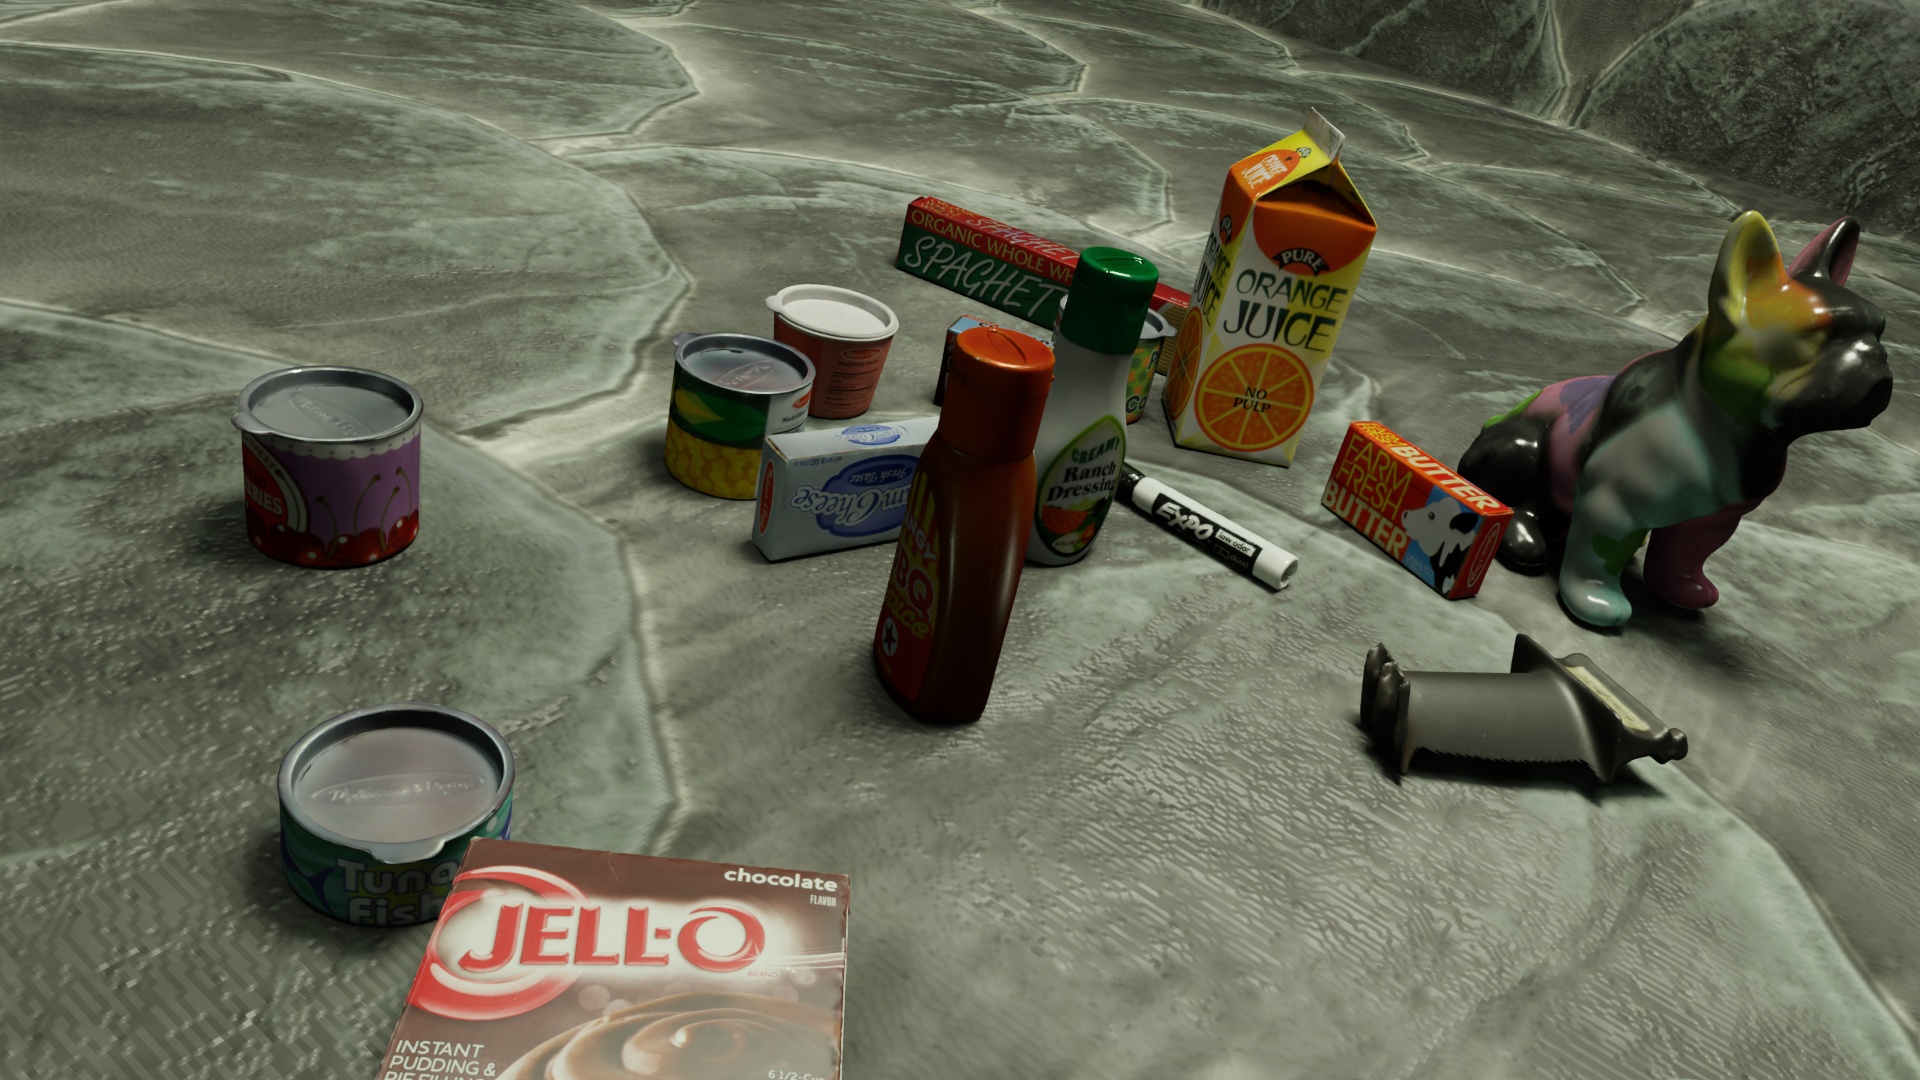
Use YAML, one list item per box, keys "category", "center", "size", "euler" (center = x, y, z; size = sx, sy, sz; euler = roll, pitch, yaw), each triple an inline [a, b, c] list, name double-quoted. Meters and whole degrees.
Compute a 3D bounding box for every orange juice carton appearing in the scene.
- category: "orange juice carton"
  center: [0.179, -0.147, 0.798]
  size: [0.073, 0.191, 0.072]
  euler: [10, 29, -6]

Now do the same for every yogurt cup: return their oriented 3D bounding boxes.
- category: "yogurt cup"
  center: [-0.072, -0.102, 0.757]
  size: [0.072, 0.053, 0.073]
  euler: [10, 30, -6]

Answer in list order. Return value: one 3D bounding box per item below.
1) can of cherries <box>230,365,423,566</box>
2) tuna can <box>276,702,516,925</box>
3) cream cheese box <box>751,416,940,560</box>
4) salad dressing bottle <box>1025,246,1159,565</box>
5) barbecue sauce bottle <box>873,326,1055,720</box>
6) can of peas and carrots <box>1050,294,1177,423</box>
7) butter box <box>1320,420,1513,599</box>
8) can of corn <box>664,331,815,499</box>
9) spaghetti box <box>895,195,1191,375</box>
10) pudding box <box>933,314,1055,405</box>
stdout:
- category: "can of cherries"
  center: [-0.252, -0.030, 0.553]
  size: [0.071, 0.058, 0.072]
  euler: [10, 30, -6]
- category: "tuna can"
  center: [-0.169, 0.083, 0.420]
  size: [0.071, 0.032, 0.071]
  euler: [10, 30, -6]
- category: "cream cheese box"
  center: [-0.044, -0.025, 0.637]
  size: [0.104, 0.053, 0.024]
  euler: [-10, 37, -36]
- category: "salad dressing bottle"
  center: [0.054, -0.061, 0.644]
  size: [0.064, 0.147, 0.044]
  euler: [-10, 37, -36]
- category: "barbecue sauce bottle"
  center: [0.002, -0.007, 0.528]
  size: [0.044, 0.147, 0.065]
  euler: [-1, 32, -24]
- category: "can of peas and carrots"
  center: [0.087, -0.108, 0.830]
  size: [0.071, 0.058, 0.071]
  euler: [10, 30, -6]
- category: "butter box"
  center: [0.242, -0.019, 0.745]
  size: [0.024, 0.052, 0.104]
  euler: [-6, 35, -31]
- category: "can of corn"
  center: [-0.109, -0.061, 0.667]
  size: [0.071, 0.058, 0.071]
  euler: [10, 30, -6]
- category: "spaghetti box"
  center: [0.069, -0.168, 0.933]
  size: [0.250, 0.050, 0.029]
  euler: [25, 31, 19]
- category: "pudding box"
  center: [0.031, -0.092, 0.786]
  size: [0.084, 0.049, 0.030]
  euler: [19, 30, 9]
